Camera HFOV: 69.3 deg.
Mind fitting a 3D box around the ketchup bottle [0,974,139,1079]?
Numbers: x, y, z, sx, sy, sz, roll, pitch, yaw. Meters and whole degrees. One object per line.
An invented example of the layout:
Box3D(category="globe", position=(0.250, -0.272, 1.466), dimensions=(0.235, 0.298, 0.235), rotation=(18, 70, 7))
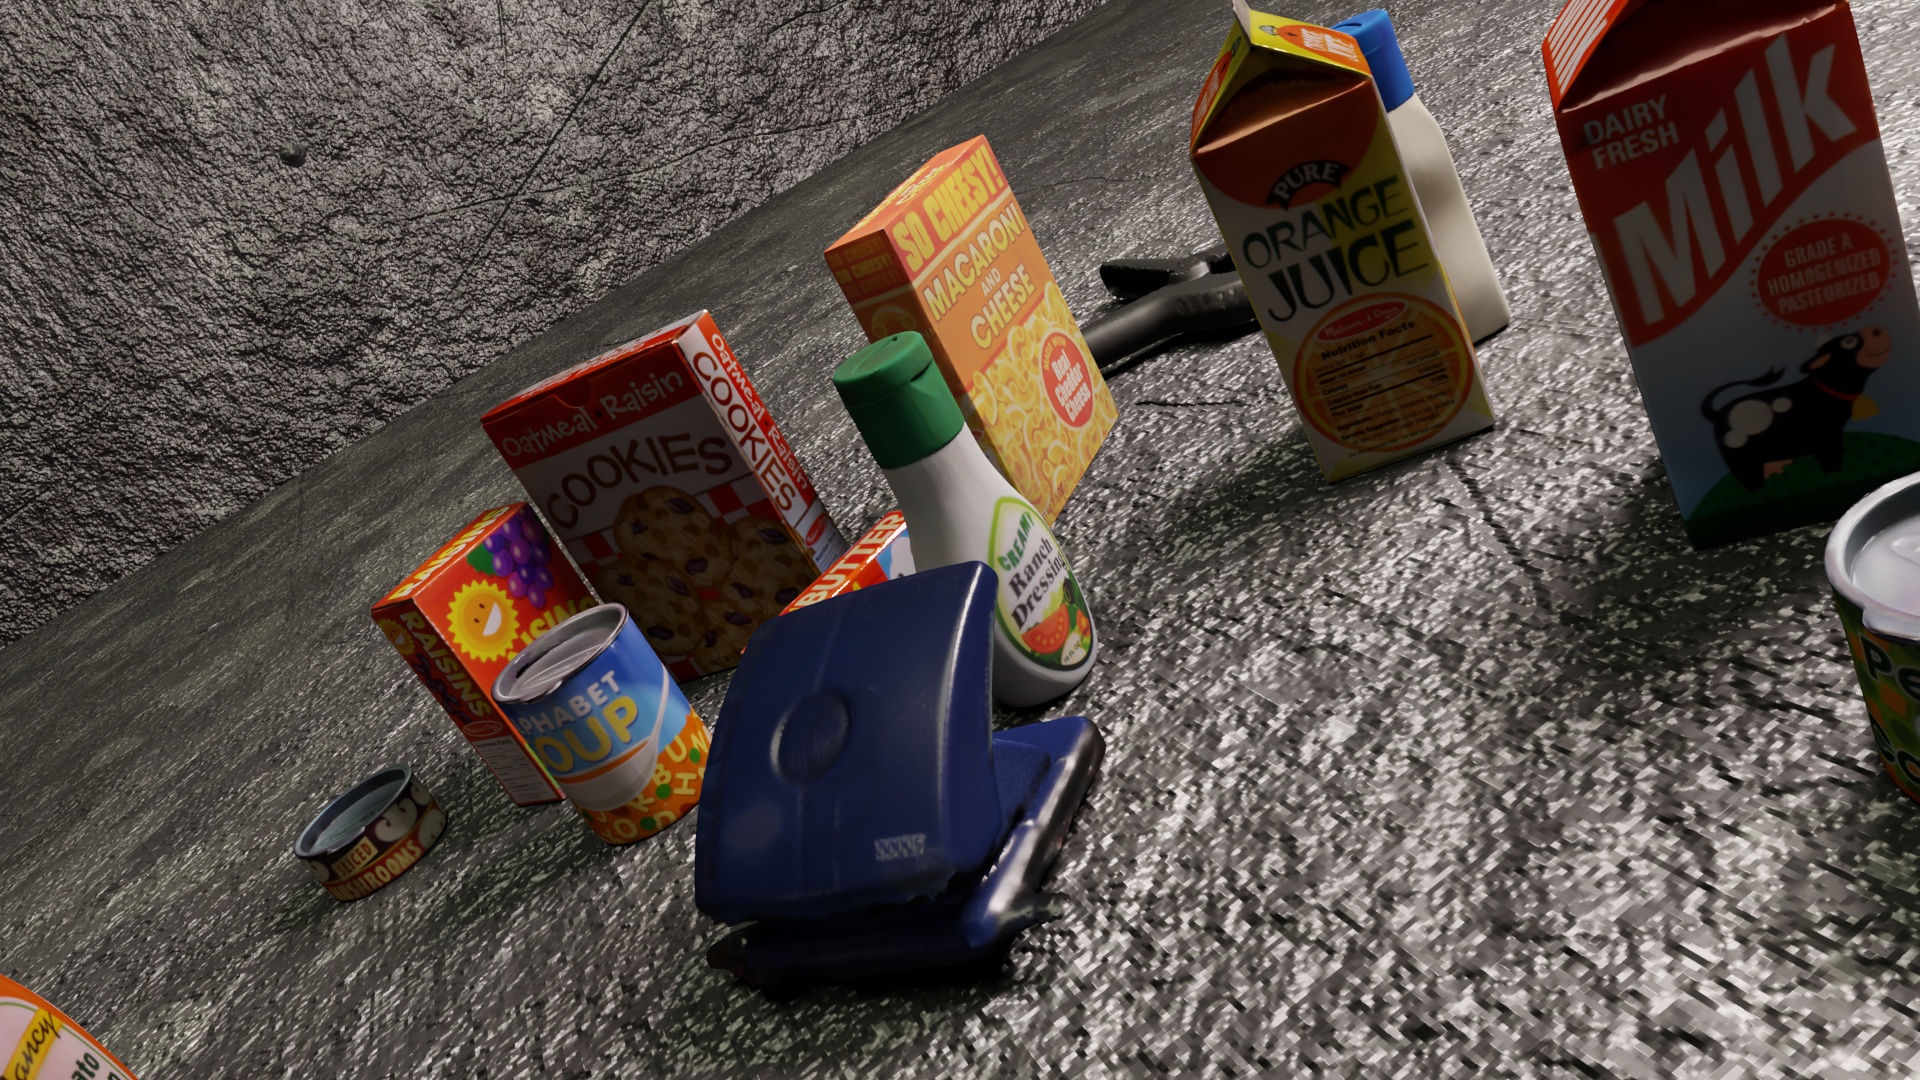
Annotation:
Box3D(category="ketchup bottle", position=(-0.371, 0.197, 0.526), dimensions=(0.043, 0.148, 0.065), rotation=(-25, 22, 11))

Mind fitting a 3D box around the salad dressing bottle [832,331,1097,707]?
Box3D(category="salad dressing bottle", position=(0.002, -0.007, 0.523), dimensions=(0.044, 0.147, 0.064), rotation=(-10, 29, 39))

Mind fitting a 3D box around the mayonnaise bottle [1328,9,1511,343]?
Box3D(category="mayonnaise bottle", position=(0.198, -0.159, 0.619), dimensions=(0.041, 0.147, 0.065), rotation=(-28, 22, 3))

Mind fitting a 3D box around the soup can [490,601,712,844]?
Box3D(category="soup can", position=(-0.152, 0.081, 0.602), dimensions=(0.071, 0.083, 0.071), rotation=(-25, 22, 11))

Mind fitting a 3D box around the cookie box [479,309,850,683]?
Box3D(category="cookie box", position=(-0.136, -0.015, 0.681), dimensions=(0.123, 0.167, 0.040), rotation=(-18, 24, 26))

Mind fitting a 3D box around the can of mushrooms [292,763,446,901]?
Box3D(category="can of mushrooms", position=(-0.296, 0.147, 0.697), dimensions=(0.071, 0.033, 0.071), rotation=(-25, 22, 11))

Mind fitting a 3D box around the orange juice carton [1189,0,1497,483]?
Box3D(category="orange juice carton", position=(0.145, -0.128, 0.555), dimensions=(0.073, 0.192, 0.072), rotation=(-20, 23, 21))

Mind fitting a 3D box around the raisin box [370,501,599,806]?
Box3D(category="raisin box", position=(-0.215, 0.055, 0.682), dimensions=(0.040, 0.123, 0.086), rotation=(-13, 27, 35))

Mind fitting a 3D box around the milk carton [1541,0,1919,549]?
Box3D(category="milk carton", position=(0.222, -0.099, 0.404), dimensions=(0.073, 0.190, 0.073), rotation=(-17, 25, 28))

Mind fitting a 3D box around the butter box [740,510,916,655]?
Box3D(category="butter box", position=(-0.044, 0.036, 0.610), dimensions=(0.024, 0.053, 0.104), rotation=(-3, 34, 48))

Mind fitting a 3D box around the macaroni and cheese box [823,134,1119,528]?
Box3D(category="macaroni and cheese box", position=(0.011, -0.098, 0.685), dimensions=(0.040, 0.166, 0.124), rotation=(-14, 26, 34))

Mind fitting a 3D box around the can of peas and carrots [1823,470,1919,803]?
Box3D(category="can of peas and carrots", position=(0.231, 0.023, 0.303), dimensions=(0.071, 0.058, 0.071), rotation=(-25, 22, 11))
